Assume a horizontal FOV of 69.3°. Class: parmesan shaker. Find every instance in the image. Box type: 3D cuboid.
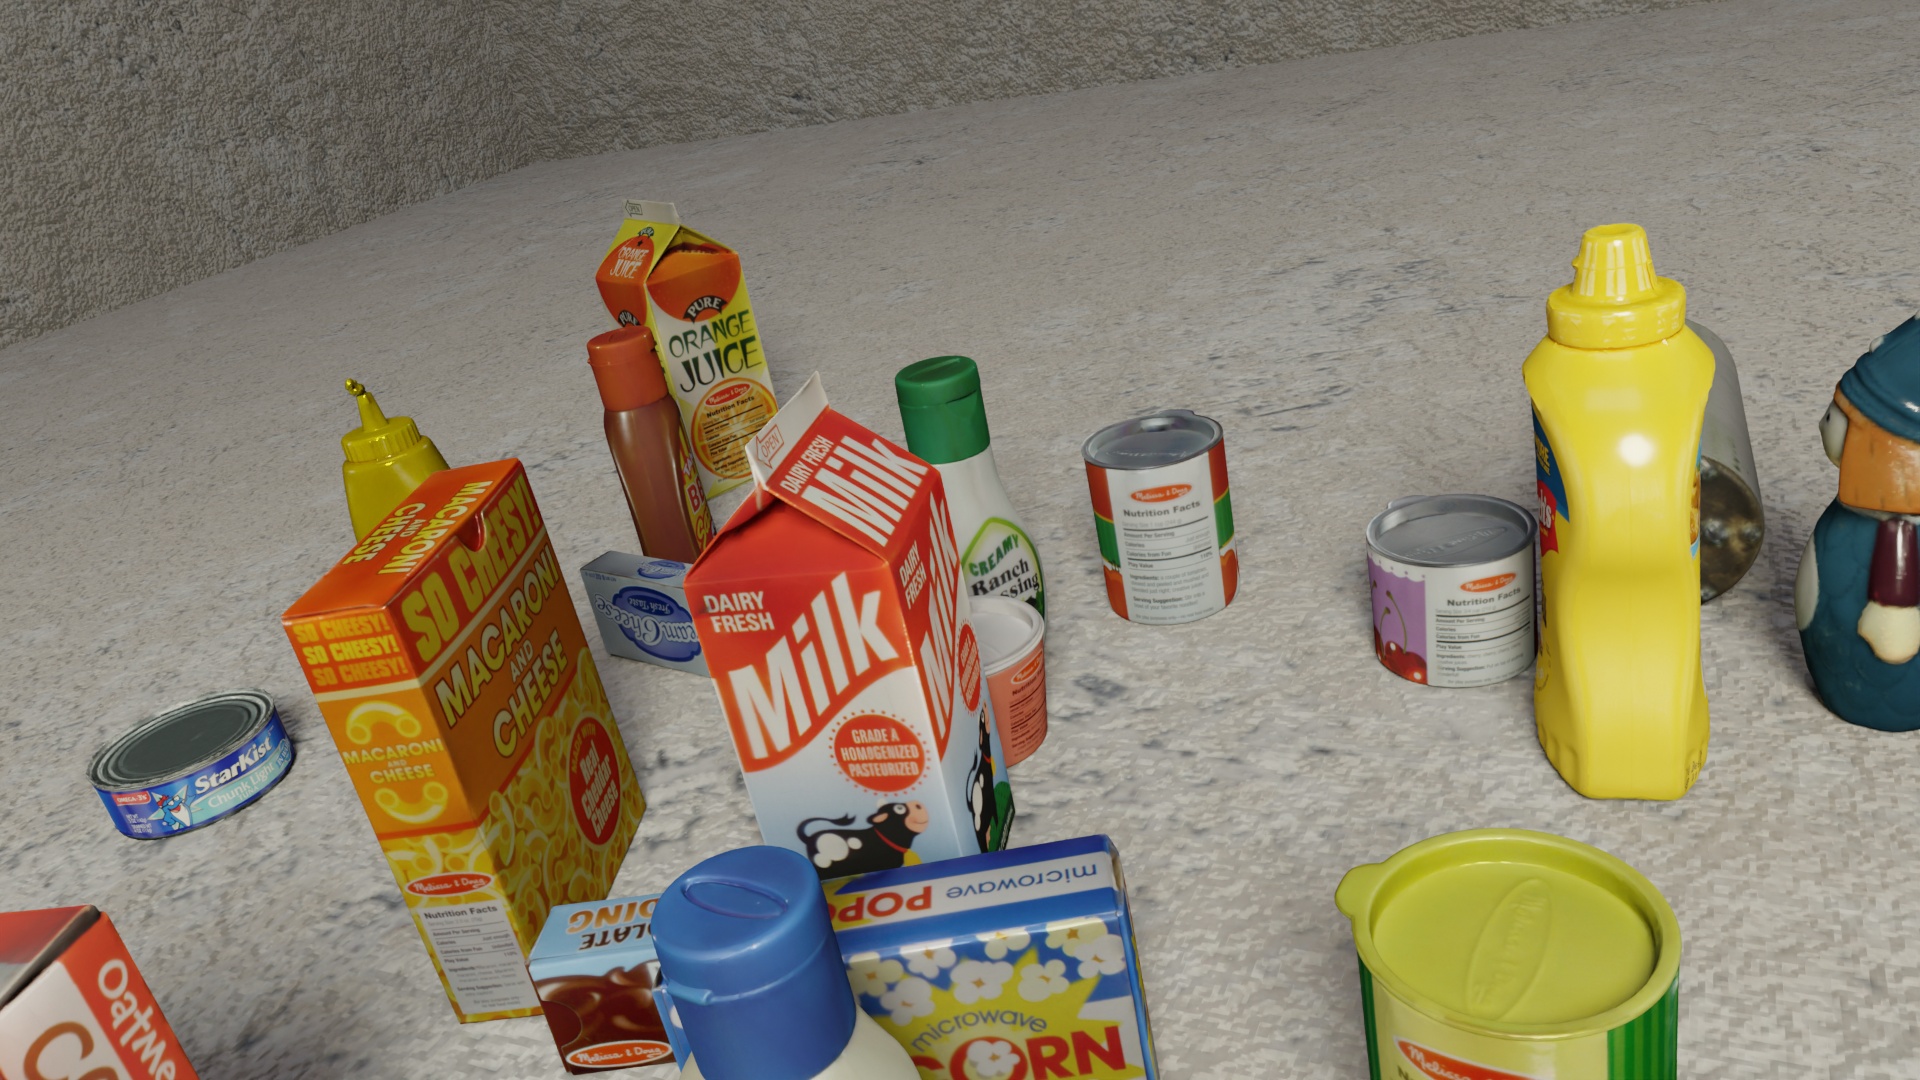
[{"bbox_3d":[0.127,0.128,0.322,0.071,0.102,0.071,-10,24,5],"label":"parmesan shaker"}]

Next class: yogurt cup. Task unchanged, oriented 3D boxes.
[{"bbox_3d":[0.006,0.061,0.584,0.072,0.053,0.073,-10,24,5],"label":"yogurt cup"}]

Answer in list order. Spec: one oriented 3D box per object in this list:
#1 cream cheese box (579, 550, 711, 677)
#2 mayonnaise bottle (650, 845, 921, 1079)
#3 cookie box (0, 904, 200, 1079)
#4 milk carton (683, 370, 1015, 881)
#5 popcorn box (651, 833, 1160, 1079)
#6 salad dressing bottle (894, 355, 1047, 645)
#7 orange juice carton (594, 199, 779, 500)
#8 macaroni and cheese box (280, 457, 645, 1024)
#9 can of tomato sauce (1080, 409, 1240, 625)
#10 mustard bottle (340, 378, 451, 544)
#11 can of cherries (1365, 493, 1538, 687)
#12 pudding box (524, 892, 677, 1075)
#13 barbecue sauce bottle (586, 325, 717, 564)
[{"bbox_3d":[-0.145,0.038,0.706,0.104,0.053,0.024,7,30,36],"label":"cream cheese box"},{"bbox_3d":[-0.032,0.139,0.316,0.065,0.147,0.041,4,28,33],"label":"mayonnaise bottle"},{"bbox_3d":[-0.229,0.165,0.326,0.123,0.166,0.040,-7,24,10],"label":"cookie box"},{"bbox_3d":[-0.037,0.041,0.481,0.073,0.189,0.073,-5,25,15],"label":"milk carton"},{"bbox_3d":[-0.011,0.136,0.389,0.127,0.085,0.038,-10,24,4],"label":"popcorn box"},{"bbox_3d":[0.002,-0.008,0.623,0.064,0.147,0.044,-26,27,-29],"label":"salad dressing bottle"},{"bbox_3d":[-0.182,-0.132,0.926,0.073,0.191,0.072,-28,28,-31],"label":"orange juice carton"},{"bbox_3d":[-0.171,0.069,0.512,0.040,0.165,0.124,-9,24,7],"label":"macaroni and cheese box"},{"bbox_3d":[0.097,-0.012,0.666,0.071,0.082,0.071,-10,24,5],"label":"can of tomato sauce"},{"bbox_3d":[-0.304,-0.017,0.769,0.065,0.159,0.049,-12,24,1],"label":"mustard bottle"},{"bbox_3d":[0.204,0.019,0.579,0.071,0.058,0.072,-10,24,5],"label":"can of cherries"},{"bbox_3d":[-0.093,0.143,0.456,0.084,0.049,0.030,-9,24,6],"label":"pudding box"},{"bbox_3d":[-0.173,-0.046,0.786,0.044,0.148,0.065,-12,24,0],"label":"barbecue sauce bottle"}]
